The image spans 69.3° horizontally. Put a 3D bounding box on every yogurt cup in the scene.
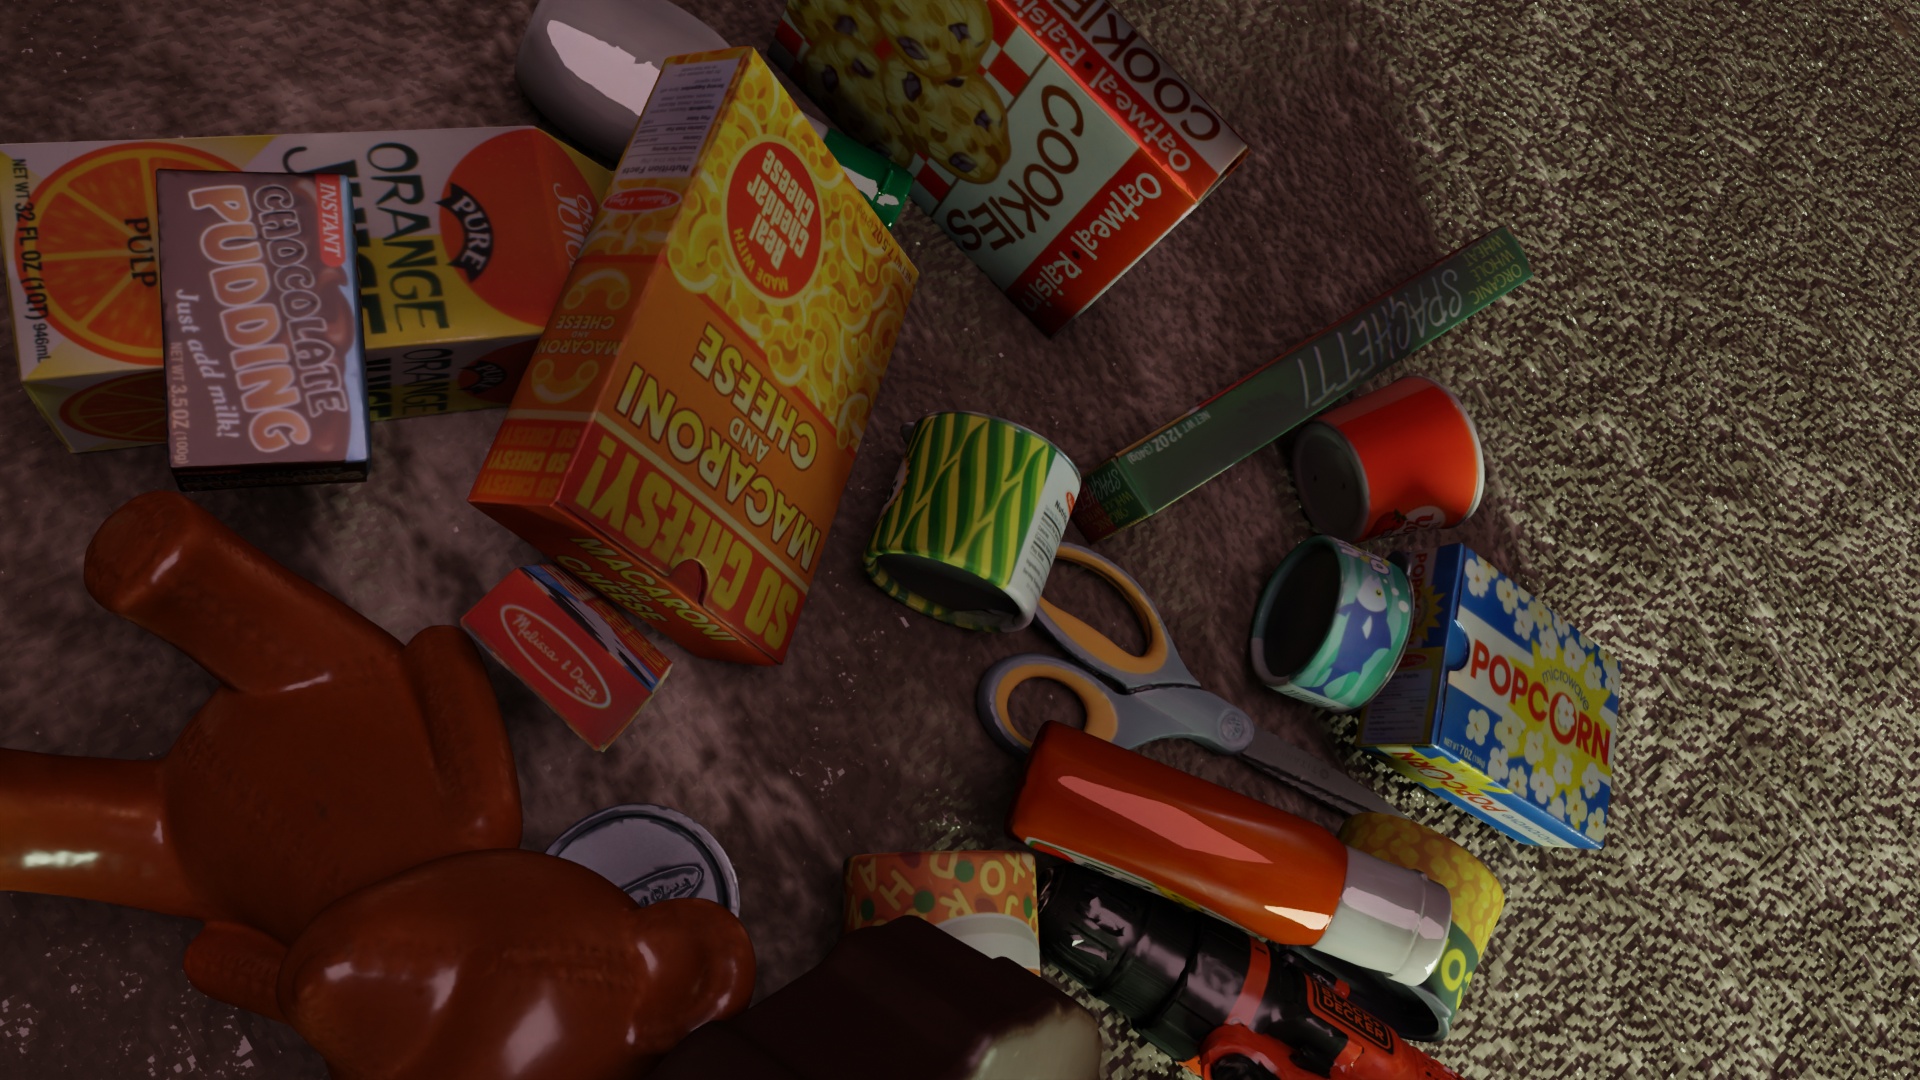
[{"bbox_3d":[0.177,-0.031,0.586,0.054,0.072,0.072,-16,81,-17],"label":"yogurt cup"}]

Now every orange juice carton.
[{"bbox_3d":[-0.189,-0.083,0.449,0.193,0.073,0.072,-10,80,-24],"label":"orange juice carton"}]

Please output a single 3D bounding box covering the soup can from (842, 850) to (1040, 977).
[{"bbox_3d":[-0.005,0.146,0.456,0.071,0.071,0.084,4,73,-21],"label":"soup can"}]

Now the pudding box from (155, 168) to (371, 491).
[{"bbox_3d":[-0.191,-0.058,0.383,0.050,0.030,0.084,-3,82,-24],"label":"pudding box"}]

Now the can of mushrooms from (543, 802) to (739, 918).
[{"bbox_3d":[-0.106,0.121,0.444,0.071,0.033,0.071,6,72,-20],"label":"can of mushrooms"}]

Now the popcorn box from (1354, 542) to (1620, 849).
[{"bbox_3d":[0.219,0.066,0.569,0.126,0.038,0.085,30,66,-31],"label":"popcorn box"}]

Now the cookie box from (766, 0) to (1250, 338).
[{"bbox_3d":[0.013,-0.168,0.526,0.167,0.122,0.040,44,65,-5],"label":"cookie box"}]

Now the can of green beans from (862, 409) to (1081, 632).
[{"bbox_3d":[0.004,-0.006,0.507,0.071,0.071,0.058,26,68,-13],"label":"can of green beans"}]

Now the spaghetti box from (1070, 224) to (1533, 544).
[{"bbox_3d":[0.150,-0.071,0.593,0.251,0.050,0.028,-31,90,-26],"label":"spaghetti box"}]

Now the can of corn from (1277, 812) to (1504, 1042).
[{"bbox_3d":[0.165,0.145,0.524,0.071,0.071,0.058,41,64,-7],"label":"can of corn"}]

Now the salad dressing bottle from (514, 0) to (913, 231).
[{"bbox_3d":[-0.091,-0.158,0.527,0.147,0.044,0.064,26,65,-14],"label":"salad dressing bottle"}]

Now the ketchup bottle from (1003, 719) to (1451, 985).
[{"bbox_3d":[0.090,0.107,0.476,0.149,0.064,0.043,21,85,4],"label":"ketchup bottle"}]

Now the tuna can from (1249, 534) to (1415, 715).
[{"bbox_3d":[0.147,0.031,0.551,0.033,0.071,0.071,22,68,-14],"label":"tuna can"}]

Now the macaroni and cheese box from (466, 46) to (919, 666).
[{"bbox_3d":[-0.078,-0.058,0.465,0.123,0.040,0.167,47,53,-52],"label":"macaroni and cheese box"}]

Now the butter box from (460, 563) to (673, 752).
[{"bbox_3d":[-0.117,0.033,0.428,0.053,0.103,0.024,45,84,-6],"label":"butter box"}]
